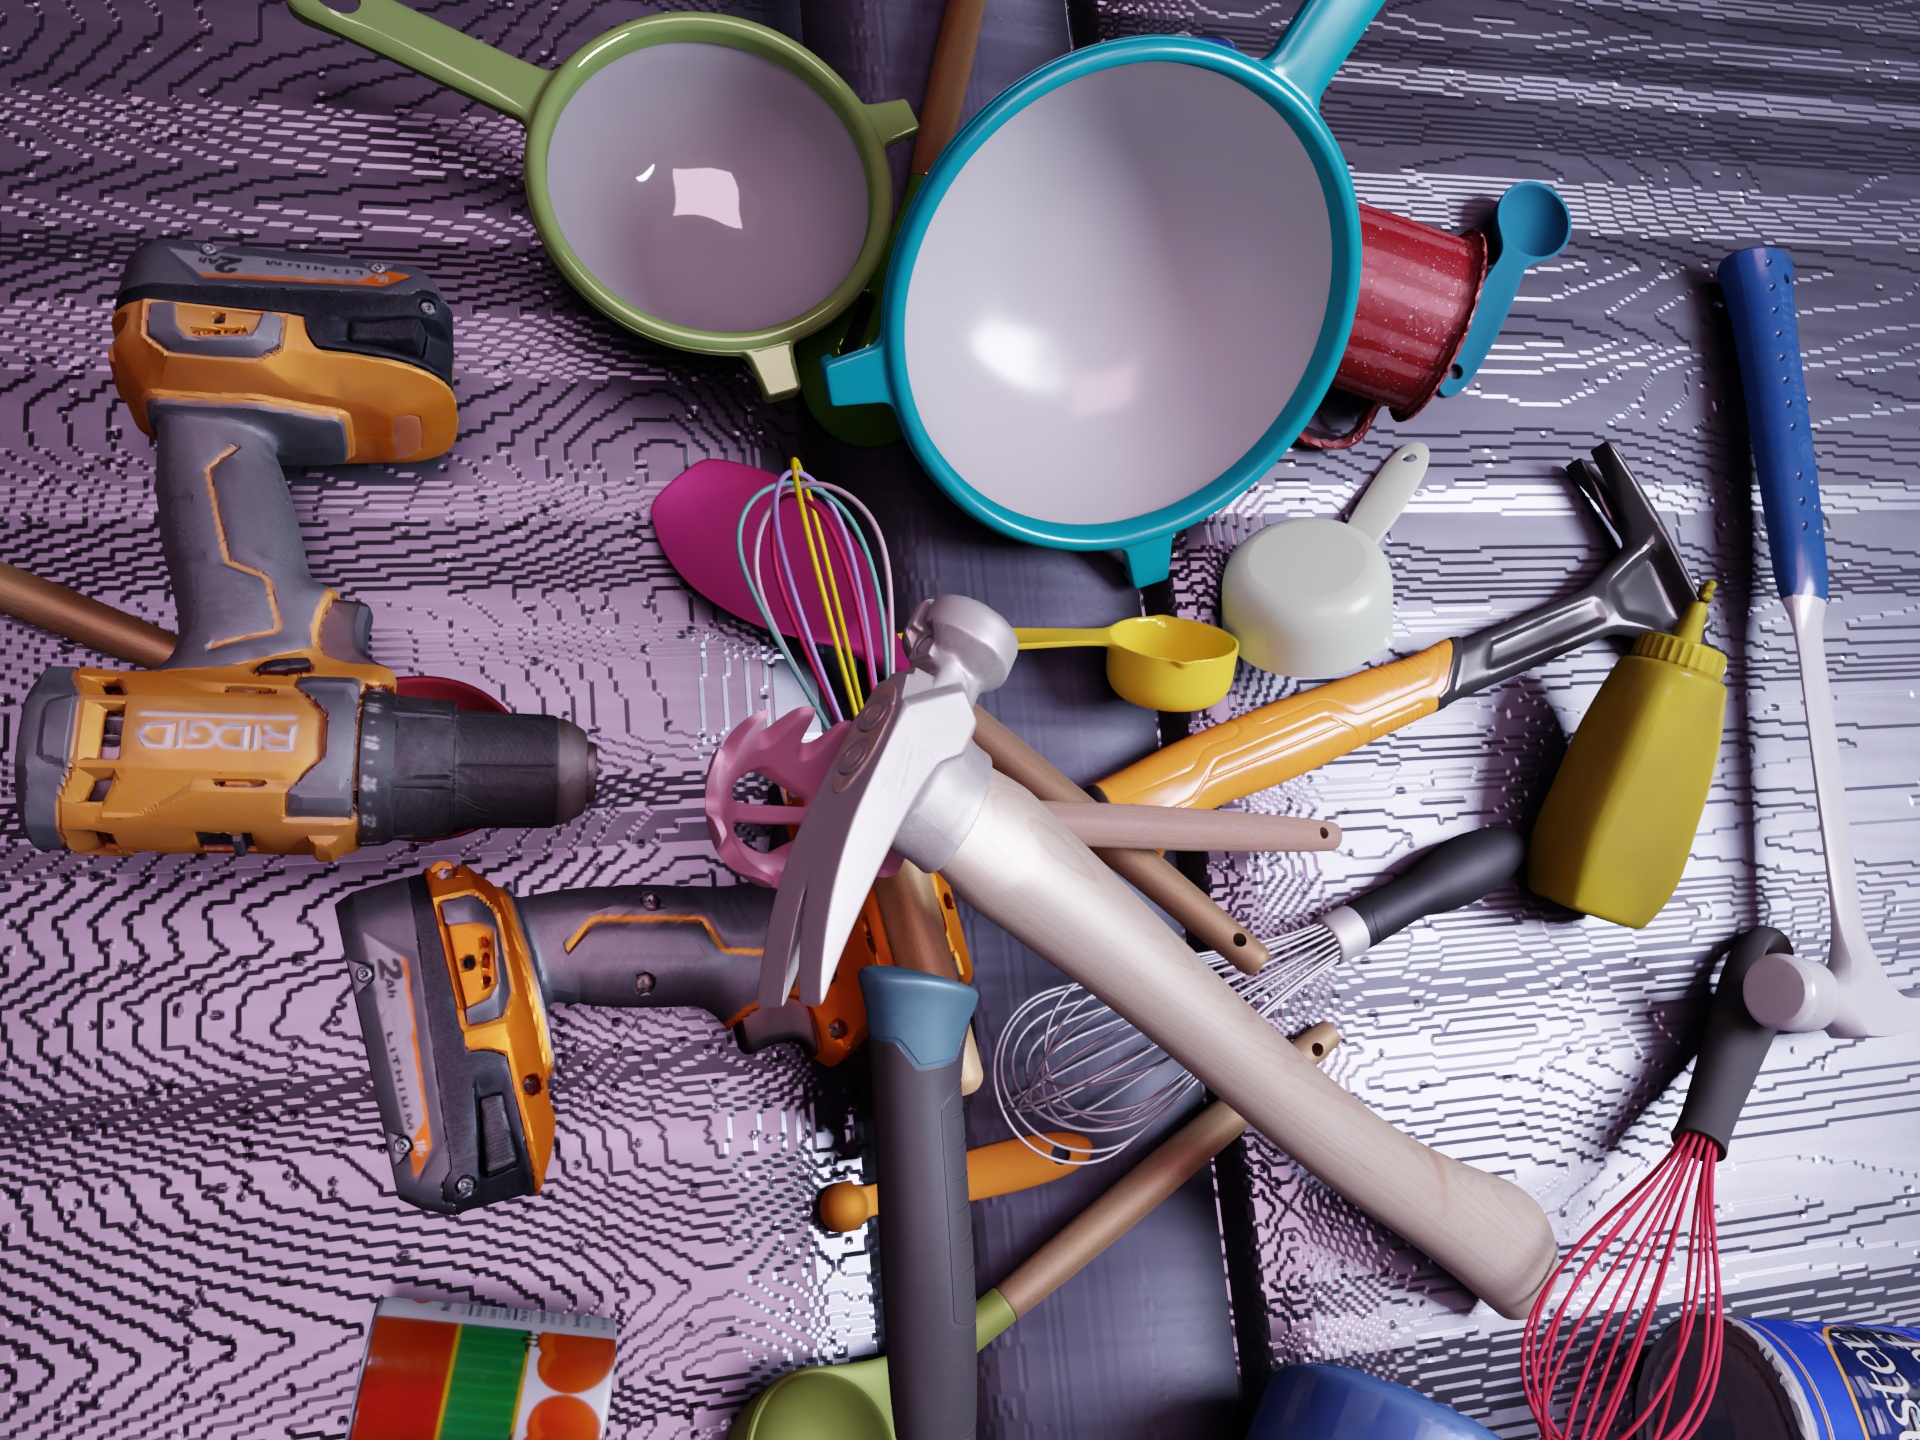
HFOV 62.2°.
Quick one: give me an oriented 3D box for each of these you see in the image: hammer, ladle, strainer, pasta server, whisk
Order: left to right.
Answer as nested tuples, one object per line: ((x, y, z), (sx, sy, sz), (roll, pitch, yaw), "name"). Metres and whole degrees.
((-0.316, -0.030, 0.602), (0.315, 0.031, 0.069), (23, 63, -7), "ladle")
((-0.156, -0.237, 0.672), (0.256, 0.069, 0.151), (24, 74, -8), "strainer")
((-0.034, 0.019, 0.589), (0.051, 0.047, 0.245), (-12, 84, -27), "whisk")
((-0.008, 0.247, 0.554), (0.128, 0.033, 0.331), (-5, 94, -36), "hammer")
((0.042, 0.215, 0.626), (0.320, 0.062, 0.078), (-33, 93, -22), "ladle")
((0.040, 0.037, 0.593), (0.316, 0.040, 0.060), (5, 76, -36), "pasta server")
((0.092, -0.236, 0.665), (0.210, 0.095, 0.340), (26, 107, -32), "strainer")
((0.102, 0.133, 0.585), (0.410, 0.038, 0.146), (41, 57, -27), "hammer")
((0.138, 0.106, 0.679), (0.284, 0.070, 0.070), (-22, 83, -23), "whisk")
((0.200, -0.021, 0.734), (0.337, 0.034, 0.127), (-22, 84, -19), "hammer")
((0.312, 0.198, 0.684), (0.073, 0.073, 0.296), (42, 57, -3), "whisk")
((0.422, -0.047, 0.788), (0.144, 0.035, 0.406), (12, 70, -30), "hammer")

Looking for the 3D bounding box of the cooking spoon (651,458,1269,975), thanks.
((-0.001, -0.002, 0.659), (0.319, 0.017, 0.069), (40, 64, 8), "cooking spoon")

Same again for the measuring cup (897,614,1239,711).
((0.042, -0.024, 0.693), (0.156, 0.062, 0.029), (0, 113, -2), "measuring cup")

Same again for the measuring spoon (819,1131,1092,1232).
((0.000, 0.185, 0.643), (0.117, 0.011, 0.021), (-9, 80, -17), "measuring spoon")

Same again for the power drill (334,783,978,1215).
((-0.102, 0.111, 0.599), (0.226, 0.084, 0.164), (-13, 80, -22), "power drill")

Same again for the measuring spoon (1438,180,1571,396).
((0.270, -0.217, 0.813), (0.042, 0.021, 0.128), (31, 80, -7), "measuring spoon")

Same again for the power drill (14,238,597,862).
((-0.228, -0.057, 0.586), (0.185, 0.084, 0.226), (2, 66, -16), "power drill")

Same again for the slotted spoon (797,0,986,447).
((-0.014, -0.272, 0.741), (0.070, 0.031, 0.314), (18, 71, -18), "slotted spoon")

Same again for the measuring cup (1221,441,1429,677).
((0.178, -0.089, 0.729), (0.083, 0.038, 0.168), (20, 56, 29), "measuring cup")
